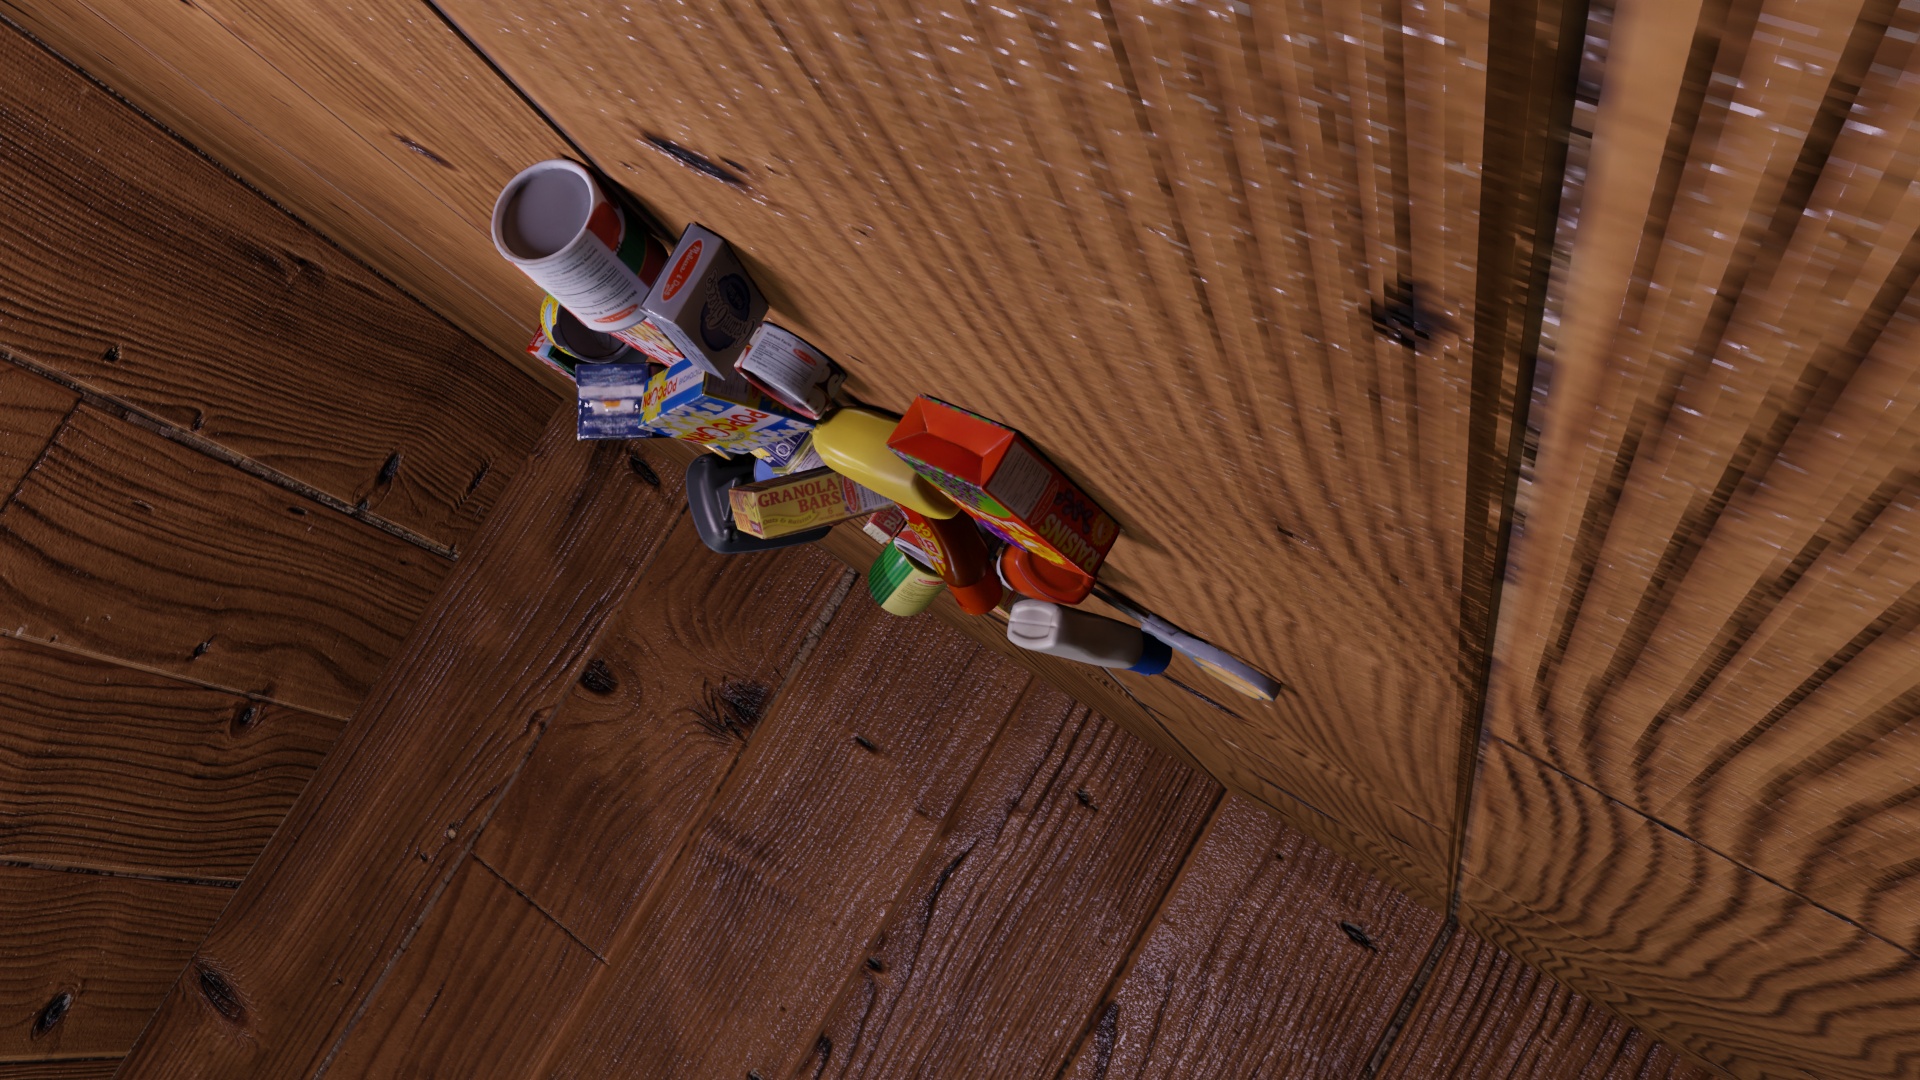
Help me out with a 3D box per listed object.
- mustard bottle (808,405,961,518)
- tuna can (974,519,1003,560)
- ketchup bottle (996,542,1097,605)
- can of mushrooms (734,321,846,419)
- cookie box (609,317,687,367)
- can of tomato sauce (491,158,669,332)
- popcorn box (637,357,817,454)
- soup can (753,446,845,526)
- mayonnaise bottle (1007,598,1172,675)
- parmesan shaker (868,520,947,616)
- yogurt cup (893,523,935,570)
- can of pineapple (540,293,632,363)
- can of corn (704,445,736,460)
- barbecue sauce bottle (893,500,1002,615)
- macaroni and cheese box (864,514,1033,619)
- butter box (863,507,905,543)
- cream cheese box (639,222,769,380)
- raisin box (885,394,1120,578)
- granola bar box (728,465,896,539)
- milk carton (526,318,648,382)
[{"bbox_3d":[-0.058,-0.061,0.936,0.160,0.049,0.065,26,171,46],"label":"mustard bottle"},{"bbox_3d":[0.004,-0.014,1.091,0.071,0.033,0.071,31,174,4],"label":"tuna can"},{"bbox_3d":[0.057,0.021,1.052,0.065,0.043,0.148,35,174,-6],"label":"ketchup bottle"},{"bbox_3d":[-0.109,-0.107,0.887,0.071,0.033,0.071,31,174,4],"label":"can of mushrooms"},{"bbox_3d":[-0.230,-0.169,0.967,0.123,0.040,0.167,30,173,11],"label":"cookie box"},{"bbox_3d":[-0.212,-0.166,0.780,0.071,0.071,0.083,29,173,23],"label":"can of tomato sauce"},{"bbox_3d":[-0.162,-0.096,0.969,0.085,0.038,0.126,13,167,-31],"label":"popcorn box"},{"bbox_3d":[-0.134,-0.057,1.258,0.084,0.071,0.071,29,173,24],"label":"soup can"},{"bbox_3d":[0.110,0.080,1.122,0.148,0.041,0.064,16,172,-39],"label":"mayonnaise bottle"},{"bbox_3d":[-0.041,0.021,1.259,0.071,0.071,0.102,32,150,-6],"label":"parmesan shaker"},{"bbox_3d":[-0.013,-0.004,1.158,0.072,0.054,0.072,31,174,4],"label":"yogurt cup"},{"bbox_3d":[-0.298,-0.177,1.107,0.071,0.071,0.058,35,173,-31],"label":"can of pineapple"},{"bbox_3d":[-0.226,-0.116,1.292,0.071,0.058,0.071,31,174,4],"label":"can of corn"},{"bbox_3d":[-0.008,-0.002,1.010,0.065,0.044,0.148,44,168,42],"label":"barbecue sauce bottle"},{"bbox_3d":[-0.002,0.023,1.401,0.124,0.040,0.166,26,172,40],"label":"macaroni and cheese box"},{"bbox_3d":[-0.058,-0.026,1.209,0.024,0.053,0.103,35,173,-5],"label":"butter box"},{"bbox_3d":[-0.139,-0.129,0.764,0.024,0.053,0.103,29,174,10],"label":"cream cheese box"},{"bbox_3d":[0.027,-0.030,0.809,0.086,0.040,0.123,25,172,43],"label":"raisin box"},{"bbox_3d":[-0.111,-0.036,1.097,0.165,0.124,0.039,-170,66,-74],"label":"granola bar box"},{"bbox_3d":[-0.337,-0.180,1.259,0.072,0.073,0.190,34,174,-26],"label":"milk carton"}]
